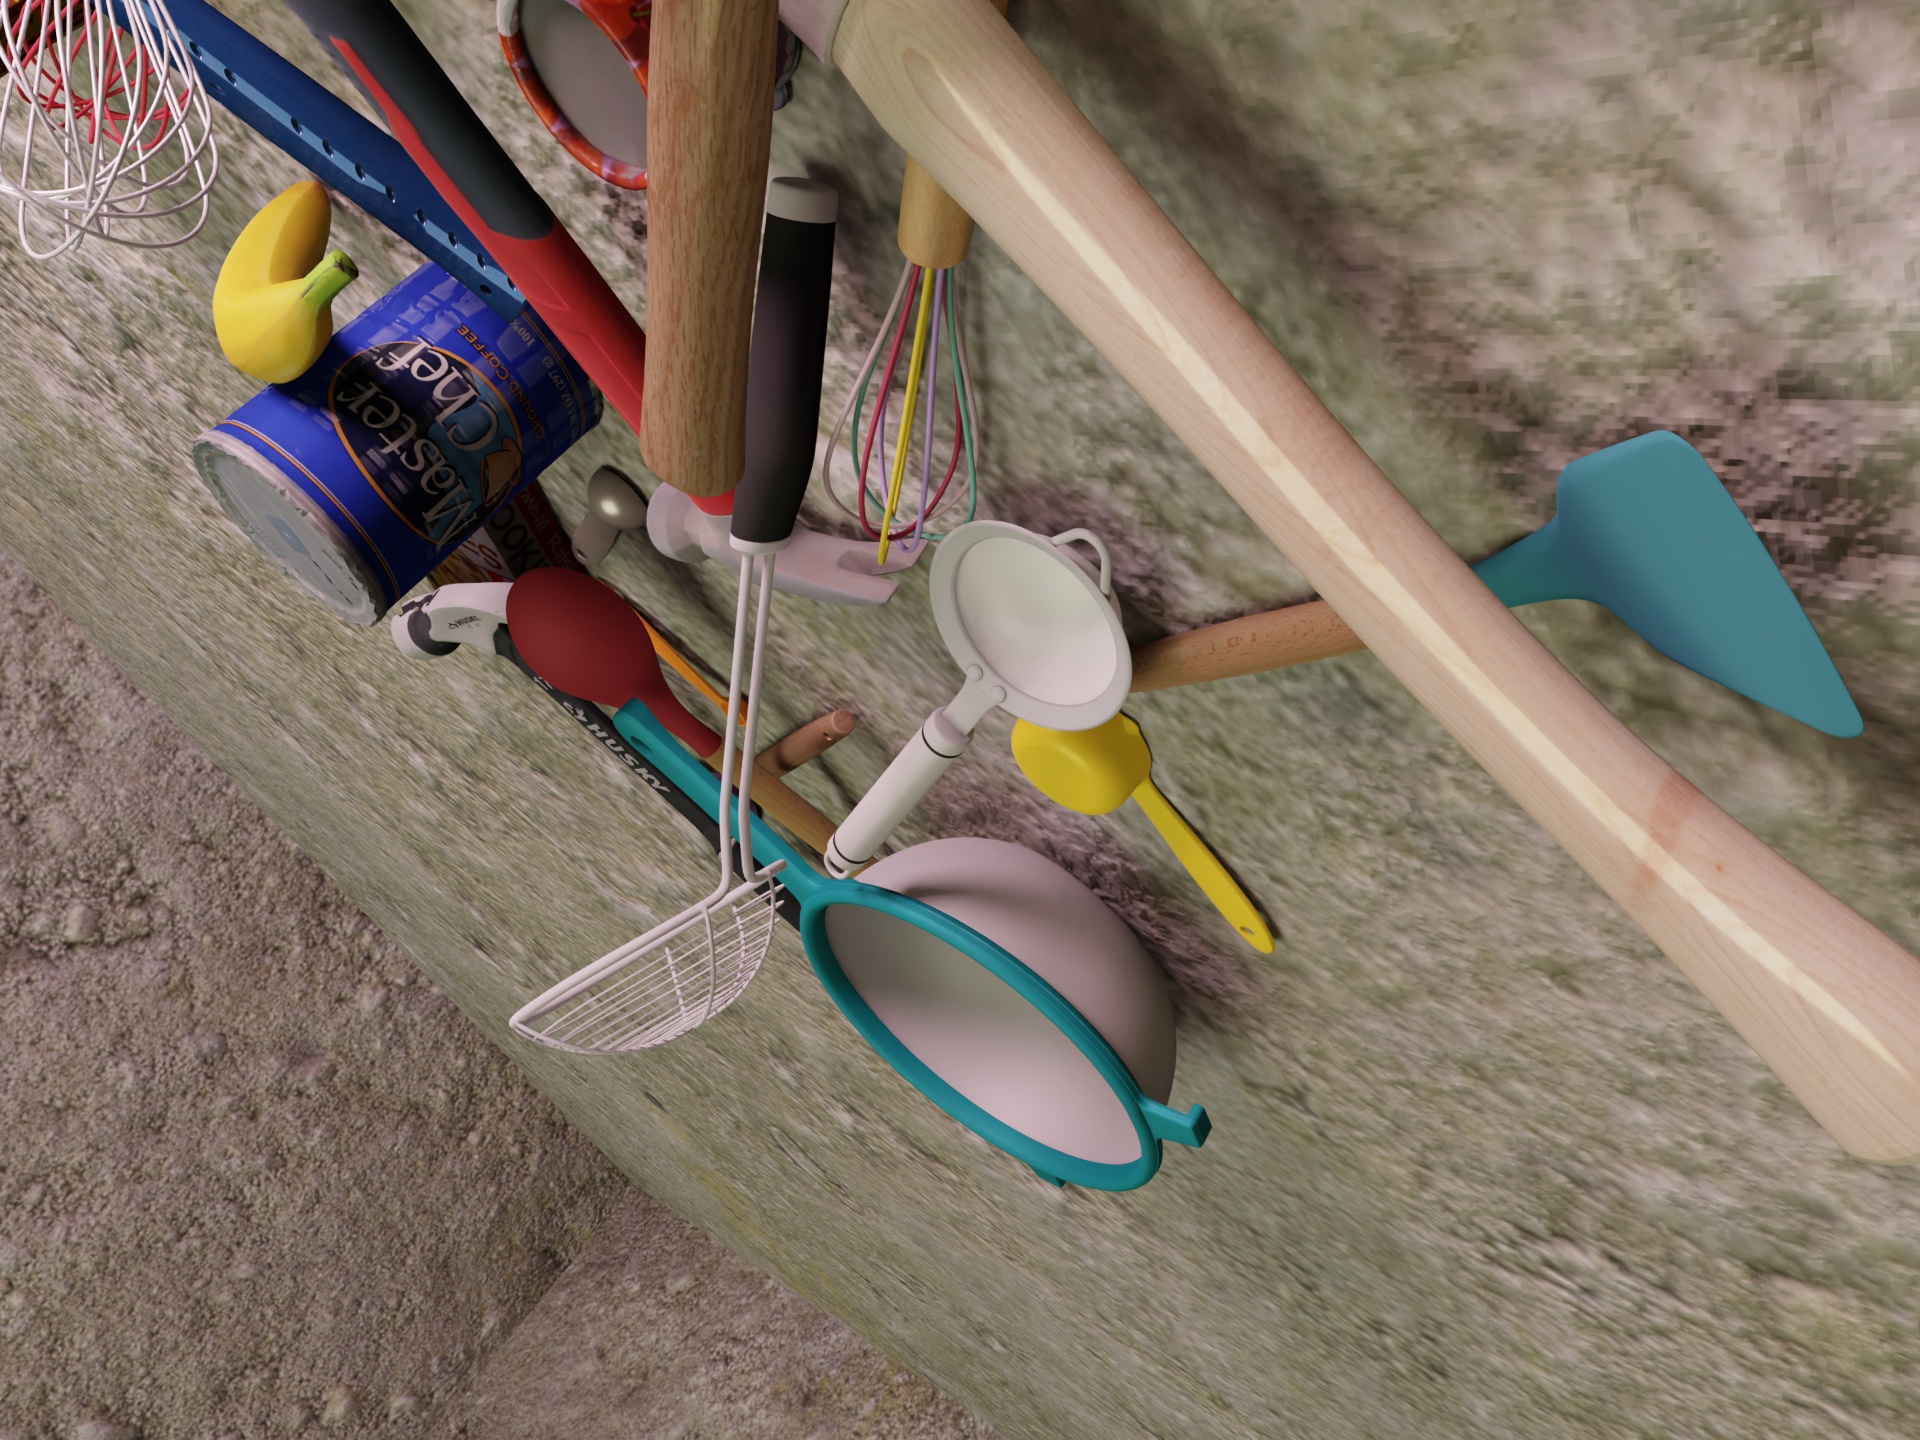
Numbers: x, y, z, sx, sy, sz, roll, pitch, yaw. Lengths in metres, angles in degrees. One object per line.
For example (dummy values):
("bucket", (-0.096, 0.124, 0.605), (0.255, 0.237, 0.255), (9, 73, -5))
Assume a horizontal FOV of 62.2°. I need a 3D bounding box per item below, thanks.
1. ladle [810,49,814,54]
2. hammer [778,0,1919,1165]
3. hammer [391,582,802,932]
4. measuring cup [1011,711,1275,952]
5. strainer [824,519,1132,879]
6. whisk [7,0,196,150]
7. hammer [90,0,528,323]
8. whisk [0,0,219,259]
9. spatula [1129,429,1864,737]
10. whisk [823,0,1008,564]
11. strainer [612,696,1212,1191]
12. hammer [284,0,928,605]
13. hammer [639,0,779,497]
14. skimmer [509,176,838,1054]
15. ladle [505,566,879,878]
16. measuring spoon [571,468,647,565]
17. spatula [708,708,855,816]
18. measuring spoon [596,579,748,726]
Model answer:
("ladle", (-0.076, -0.275, 0.319), (0.078, 0.062, 0.319), (17, 150, 26))
("hammer", (0.084, -0.049, 0.389), (0.410, 0.038, 0.146), (47, 150, 0))
("hammer", (-0.144, 0.060, 0.938), (0.149, 0.036, 0.408), (-7, 136, 46))
("measuring cup", (0.078, 0.050, 0.664), (0.156, 0.029, 0.062), (49, 154, -15))
("strainer", (-0.001, -0.002, 0.615), (0.087, 0.050, 0.258), (45, 137, 4))
("whisk", (-0.324, -0.303, 0.626), (0.073, 0.073, 0.296), (49, 148, -19))
("hammer", (-0.328, -0.282, 0.575), (0.405, 0.035, 0.144), (35, 146, -21))
("whisk", (-0.271, -0.248, 0.482), (0.070, 0.070, 0.285), (95, 159, -61))
("spatula", (0.112, -0.024, 0.478), (0.082, 0.044, 0.317), (52, 154, -13))
("whisk", (-0.010, -0.126, 0.486), (0.051, 0.047, 0.244), (36, 152, 13))
("strainer", (-0.018, 0.085, 0.787), (0.340, 0.095, 0.211), (42, 152, 2))
("hammer", (-0.148, -0.175, 0.542), (0.143, 0.038, 0.385), (17, 155, 39))
("hammer", (-0.058, -0.164, 0.363), (0.130, 0.031, 0.331), (40, 151, 11))
("skimmer", (-0.103, -0.021, 0.593), (0.090, 0.127, 0.363), (26, 121, 27))
("ladle", (-0.115, 0.028, 0.843), (0.069, 0.031, 0.315), (-26, 130, 27))
("measuring spoon", (-0.187, -0.096, 0.812), (0.034, 0.018, 0.124), (45, 156, -9))
("spatula", (-0.117, 0.032, 0.924), (0.059, 0.018, 0.316), (38, 157, -11))
("measuring spoon", (-0.158, -0.040, 0.879), (0.117, 0.011, 0.021), (43, 157, 4))
